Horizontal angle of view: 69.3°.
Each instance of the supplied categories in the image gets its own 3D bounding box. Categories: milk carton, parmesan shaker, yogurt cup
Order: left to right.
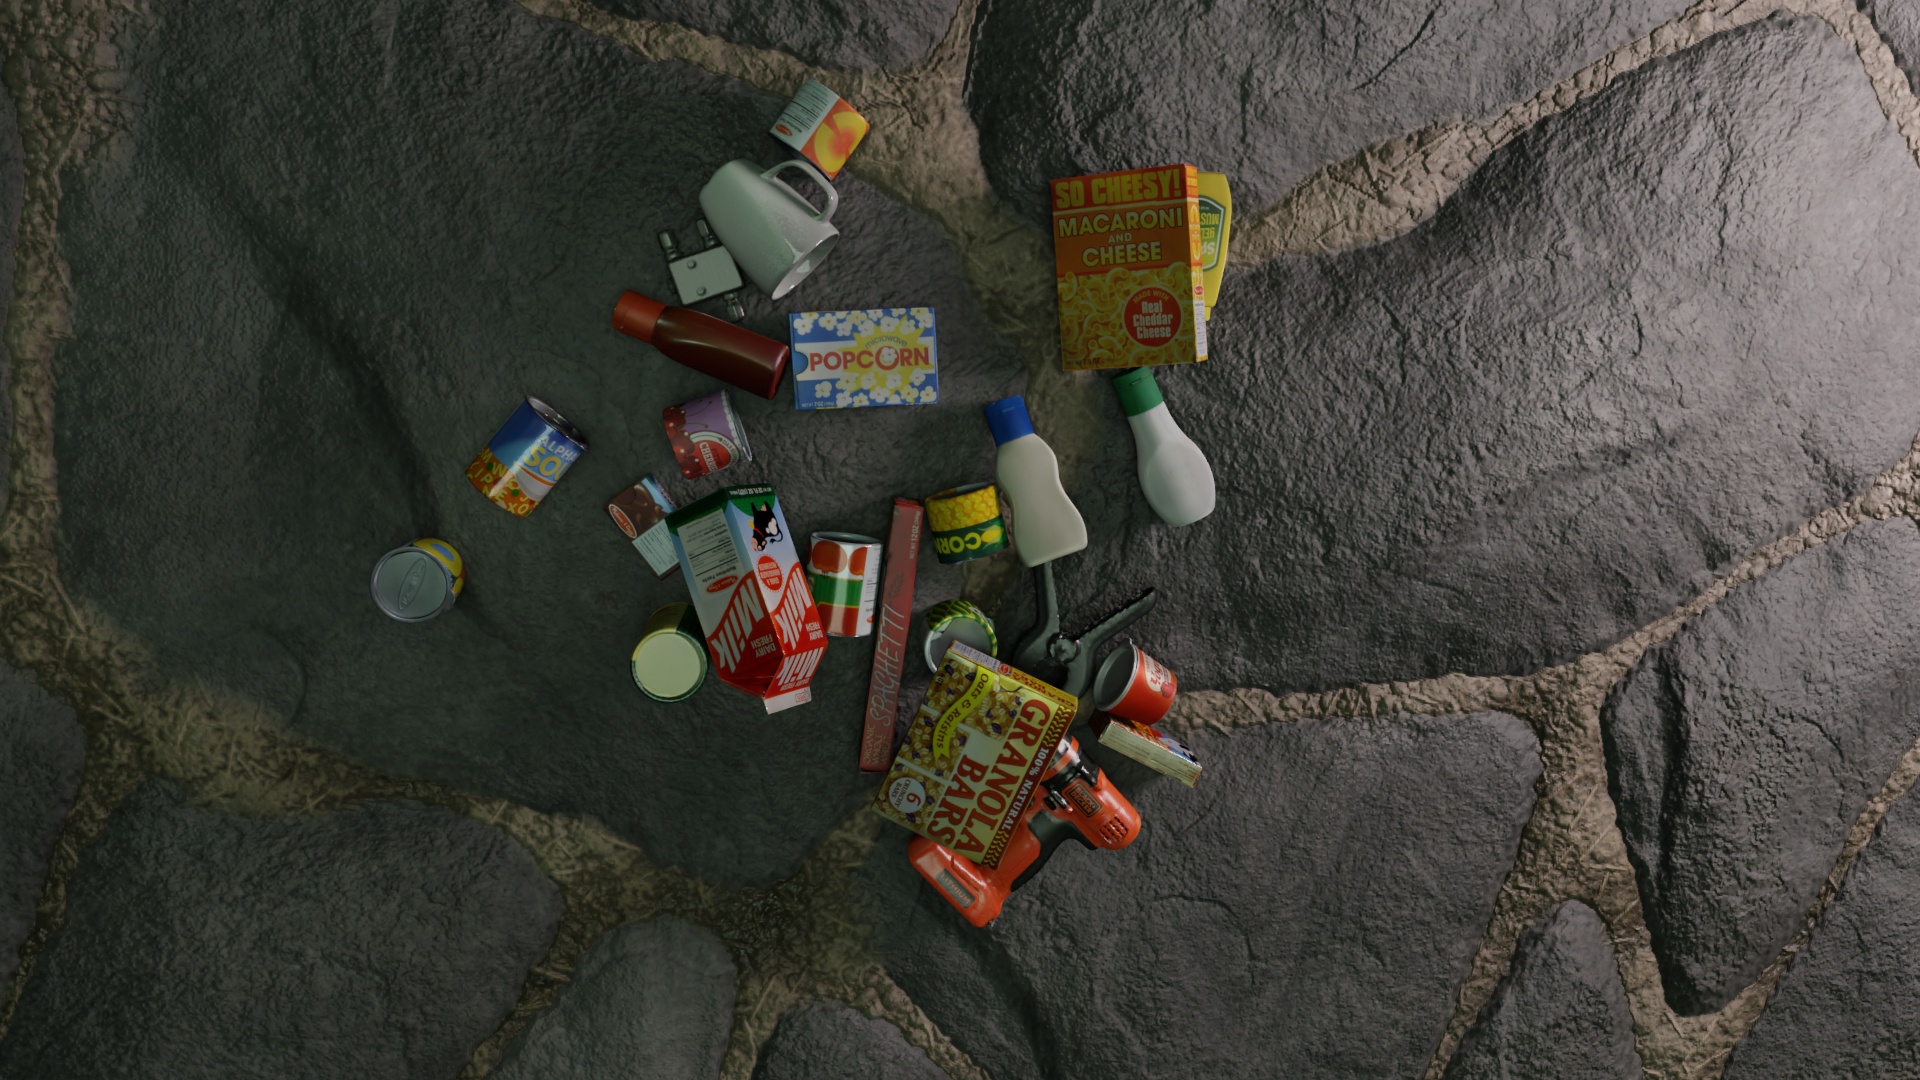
[{"bbox_3d":[-0.250,0.099,1.206,0.071,0.103,0.071,-1,100,-6],"label":"parmesan shaker"},{"bbox_3d":[-0.177,0.053,1.188,0.073,0.072,0.190,-23,84,26],"label":"milk carton"},{"bbox_3d":[0.162,0.135,1.281,0.054,0.072,0.072,28,95,-18],"label":"yogurt cup"}]

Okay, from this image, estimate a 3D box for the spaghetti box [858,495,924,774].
[{"bbox_3d":[-0.064,0.085,1.253,0.029,0.050,0.249,7,98,-6],"label":"spaghetti box"}]

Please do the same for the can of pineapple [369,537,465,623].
[{"bbox_3d":[-0.464,0.035,1.195,0.071,0.058,0.071,-1,99,-6],"label":"can of pineapple"}]

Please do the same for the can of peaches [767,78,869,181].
[{"bbox_3d":[-0.118,-0.346,1.173,0.071,0.071,0.058,35,93,-11],"label":"can of peaches"}]

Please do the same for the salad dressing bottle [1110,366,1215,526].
[{"bbox_3d":[0.182,-0.087,1.259,0.064,0.044,0.147,-25,100,0],"label":"salad dressing bottle"}]

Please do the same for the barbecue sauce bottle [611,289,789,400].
[{"bbox_3d":[-0.223,-0.170,1.191,0.148,0.064,0.044,22,67,-1],"label":"barbecue sauce bottle"}]

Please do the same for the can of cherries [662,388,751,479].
[{"bbox_3d":[-0.218,-0.090,1.198,0.058,0.071,0.071,-18,101,-3],"label":"can of cherries"}]

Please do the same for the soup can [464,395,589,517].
[{"bbox_3d":[-0.368,-0.070,1.184,0.071,0.071,0.083,40,93,-11],"label":"soup can"}]

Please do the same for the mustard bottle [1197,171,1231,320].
[{"bbox_3d":[0.205,-0.245,1.233,0.065,0.049,0.160,0,99,-3],"label":"mustard bottle"}]

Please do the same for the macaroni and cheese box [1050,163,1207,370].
[{"bbox_3d":[0.146,-0.235,1.207,0.123,0.040,0.166,0,100,24],"label":"macaroni and cheese box"}]

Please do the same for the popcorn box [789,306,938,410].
[{"bbox_3d":[-0.084,-0.160,1.219,0.127,0.038,0.085,-4,100,-6],"label":"popcorn box"}]

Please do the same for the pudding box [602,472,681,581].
[{"bbox_3d":[-0.269,-0.013,1.224,0.049,0.030,0.083,-36,101,1],"label":"pudding box"}]

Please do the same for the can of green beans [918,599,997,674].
[{"bbox_3d":[-0.003,0.091,1.257,0.071,0.058,0.071,-1,99,-7],"label":"can of green beans"}]

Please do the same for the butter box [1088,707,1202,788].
[{"bbox_3d":[0.172,0.191,1.295,0.103,0.053,0.024,27,98,-9],"label":"butter box"}]

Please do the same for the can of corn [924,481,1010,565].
[{"bbox_3d":[0.004,-0.015,1.235,0.071,0.071,0.058,-15,100,-4],"label":"can of corn"}]

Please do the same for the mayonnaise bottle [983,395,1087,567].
[{"bbox_3d":[0.062,-0.054,1.235,0.065,0.041,0.148,-19,86,-3],"label":"mayonnaise bottle"}]

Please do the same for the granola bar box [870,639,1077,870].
[{"bbox_3d":[0.012,0.188,1.216,0.124,0.039,0.165,25,101,2],"label":"granola bar box"}]

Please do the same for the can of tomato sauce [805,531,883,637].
[{"bbox_3d":[-0.108,0.038,1.233,0.071,0.071,0.083,6,97,-7],"label":"can of tomato sauce"}]
